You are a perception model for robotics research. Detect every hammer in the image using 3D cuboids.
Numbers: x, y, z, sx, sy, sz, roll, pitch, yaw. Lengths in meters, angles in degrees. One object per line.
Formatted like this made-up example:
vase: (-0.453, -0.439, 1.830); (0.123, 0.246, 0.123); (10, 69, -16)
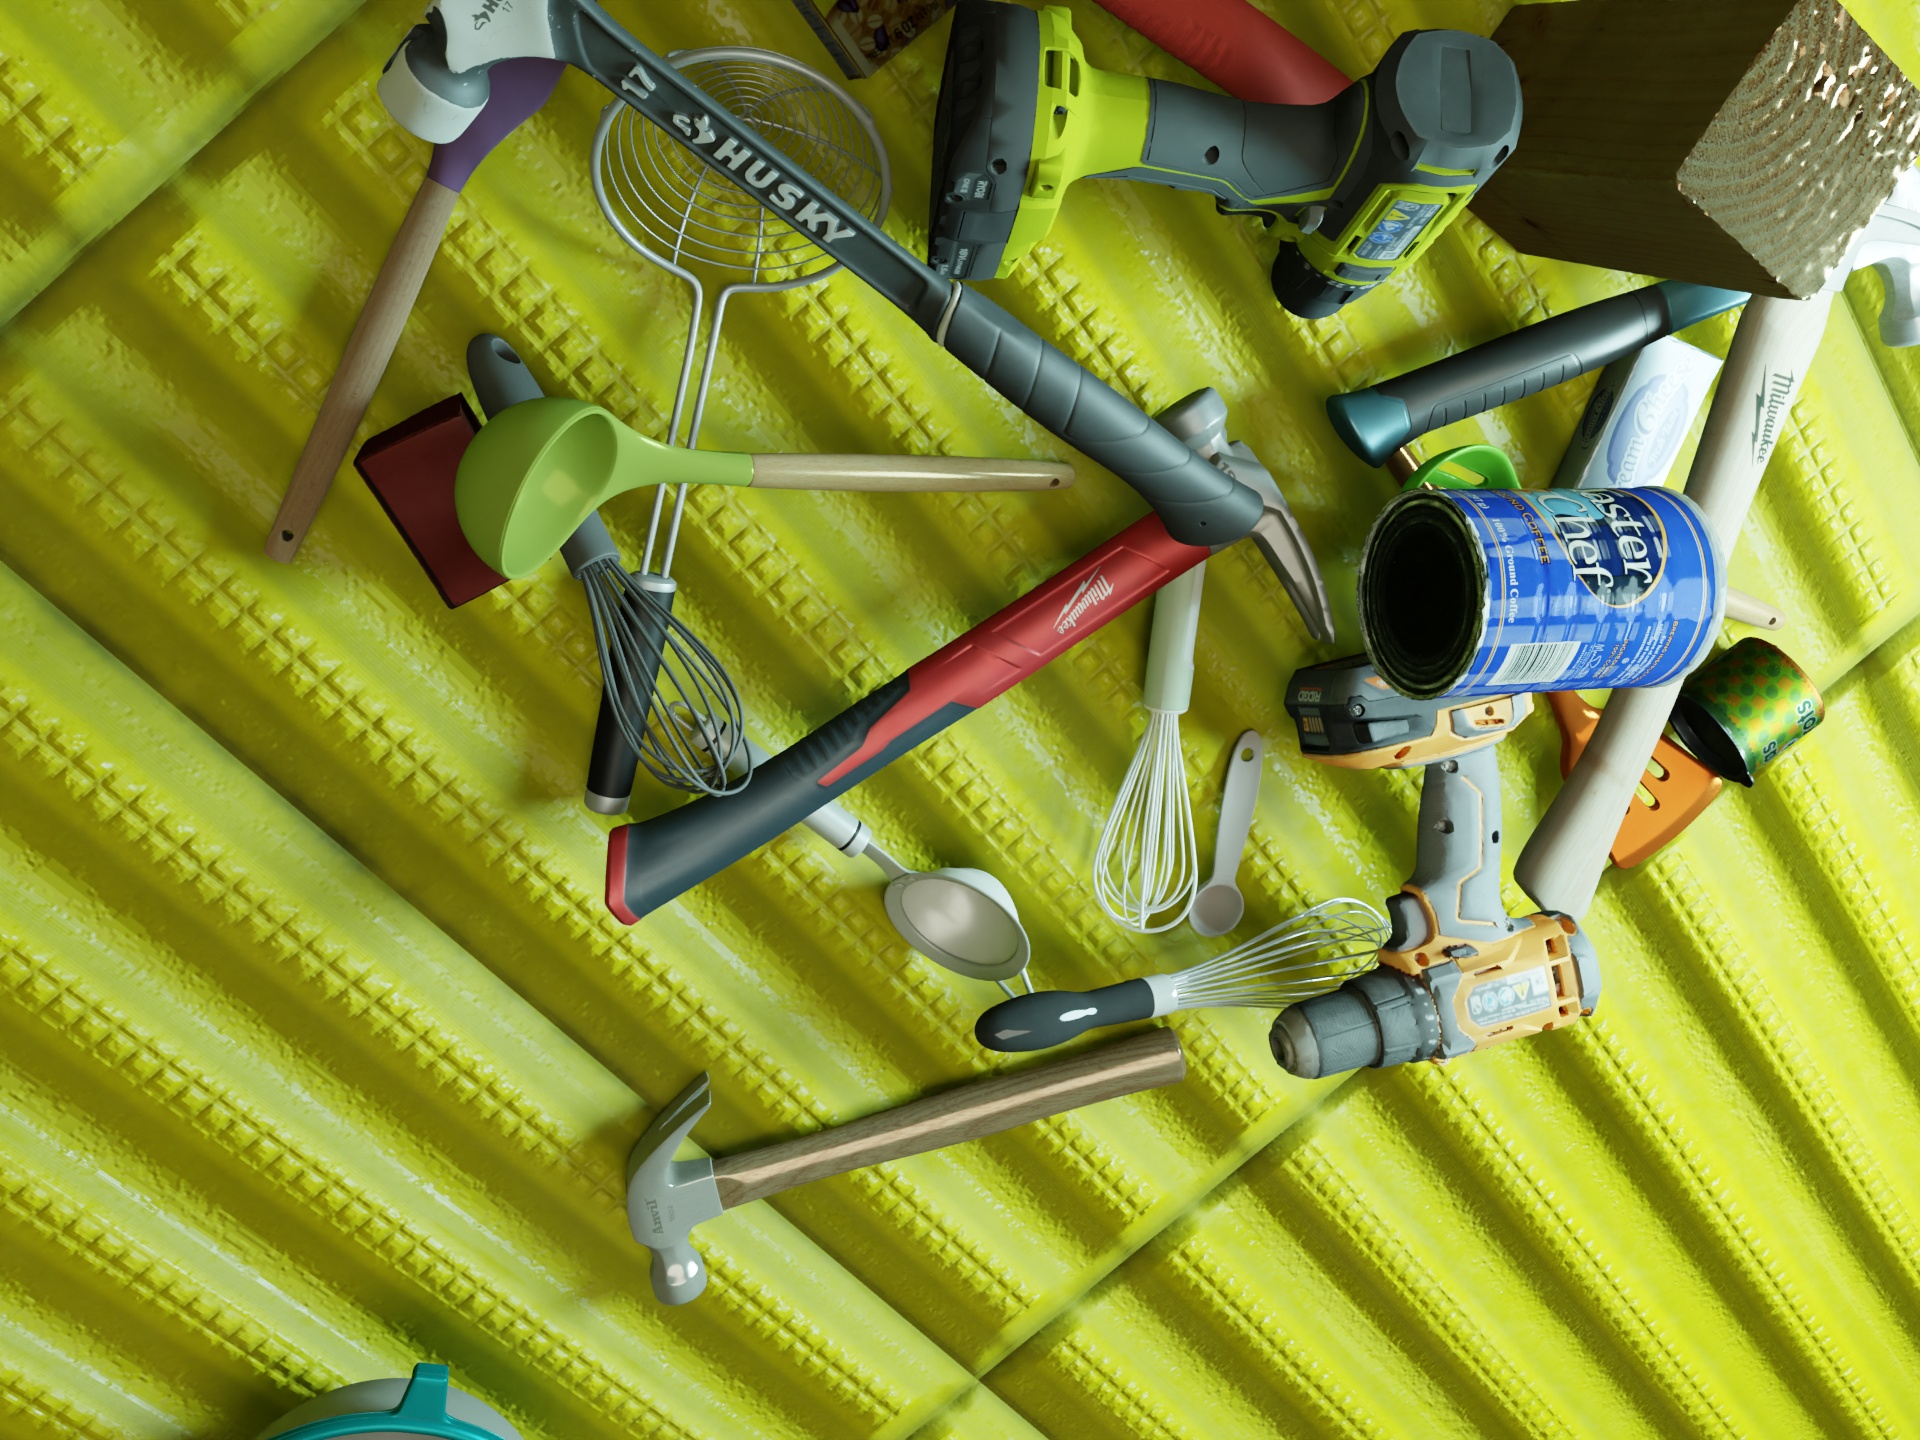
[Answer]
hammer: (-0.029, 0.234, 0.917); (0.331, 0.031, 0.130); (-14, 114, -10)
hammer: (0.396, -0.071, 0.853); (0.146, 0.038, 0.410); (4, 115, -15)
hammer: (-0.001, -0.003, 0.790); (0.386, 0.038, 0.143); (-33, 100, -2)
hammer: (-0.016, -0.180, 0.646); (0.408, 0.036, 0.149); (29, 139, -33)
hammer: (0.070, -0.333, 0.678); (0.358, 0.037, 0.149); (19, 111, -32)
hammer: (0.347, -0.204, 0.818); (0.331, 0.033, 0.128); (-21, 111, -3)

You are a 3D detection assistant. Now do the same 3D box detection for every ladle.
ladle: (-0.067, -0.103, 0.706); (0.320, 0.062, 0.078); (-6, 138, -37)

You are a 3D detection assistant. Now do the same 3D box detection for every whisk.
whisk: (-0.157, -0.070, 0.698); (0.055, 0.055, 0.239); (-29, 82, -3)
whisk: (0.136, 0.149, 0.889); (0.284, 0.070, 0.070); (-7, 113, -24)
whisk: (0.110, 0.000, 0.855); (0.059, 0.058, 0.246); (11, 107, 17)

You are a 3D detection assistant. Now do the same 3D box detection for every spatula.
spatula: (-0.238, -0.210, 0.691); (0.059, 0.018, 0.316); (24, 102, -21)
spatula: (0.321, -0.046, 0.895); (0.081, 0.041, 0.322); (-41, 114, 4)

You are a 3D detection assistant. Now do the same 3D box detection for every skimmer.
skimmer: (-0.127, -0.112, 0.720); (0.127, 0.090, 0.363); (9, 108, -19)

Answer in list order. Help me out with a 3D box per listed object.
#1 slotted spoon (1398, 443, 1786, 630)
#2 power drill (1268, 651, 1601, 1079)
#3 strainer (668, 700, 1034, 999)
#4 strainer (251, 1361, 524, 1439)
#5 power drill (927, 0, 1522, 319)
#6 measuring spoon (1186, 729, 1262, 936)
slotted spoon: (0.353, -0.090, 0.876); (0.313, 0.031, 0.070); (13, 118, -28)
power drill: (0.239, 0.077, 0.861); (0.185, 0.084, 0.226); (-14, 94, -13)
strainer: (-0.049, 0.065, 0.840); (0.258, 0.050, 0.087); (38, 141, -19)
strainer: (-0.379, 0.472, 0.885); (0.340, 0.095, 0.210); (-27, 113, -1)
power drill: (0.103, -0.235, 0.701); (0.228, 0.190, 0.080); (4, 81, -6)
measuring spoon: (0.153, 0.064, 0.911); (0.034, 0.018, 0.124); (6, 103, -18)
